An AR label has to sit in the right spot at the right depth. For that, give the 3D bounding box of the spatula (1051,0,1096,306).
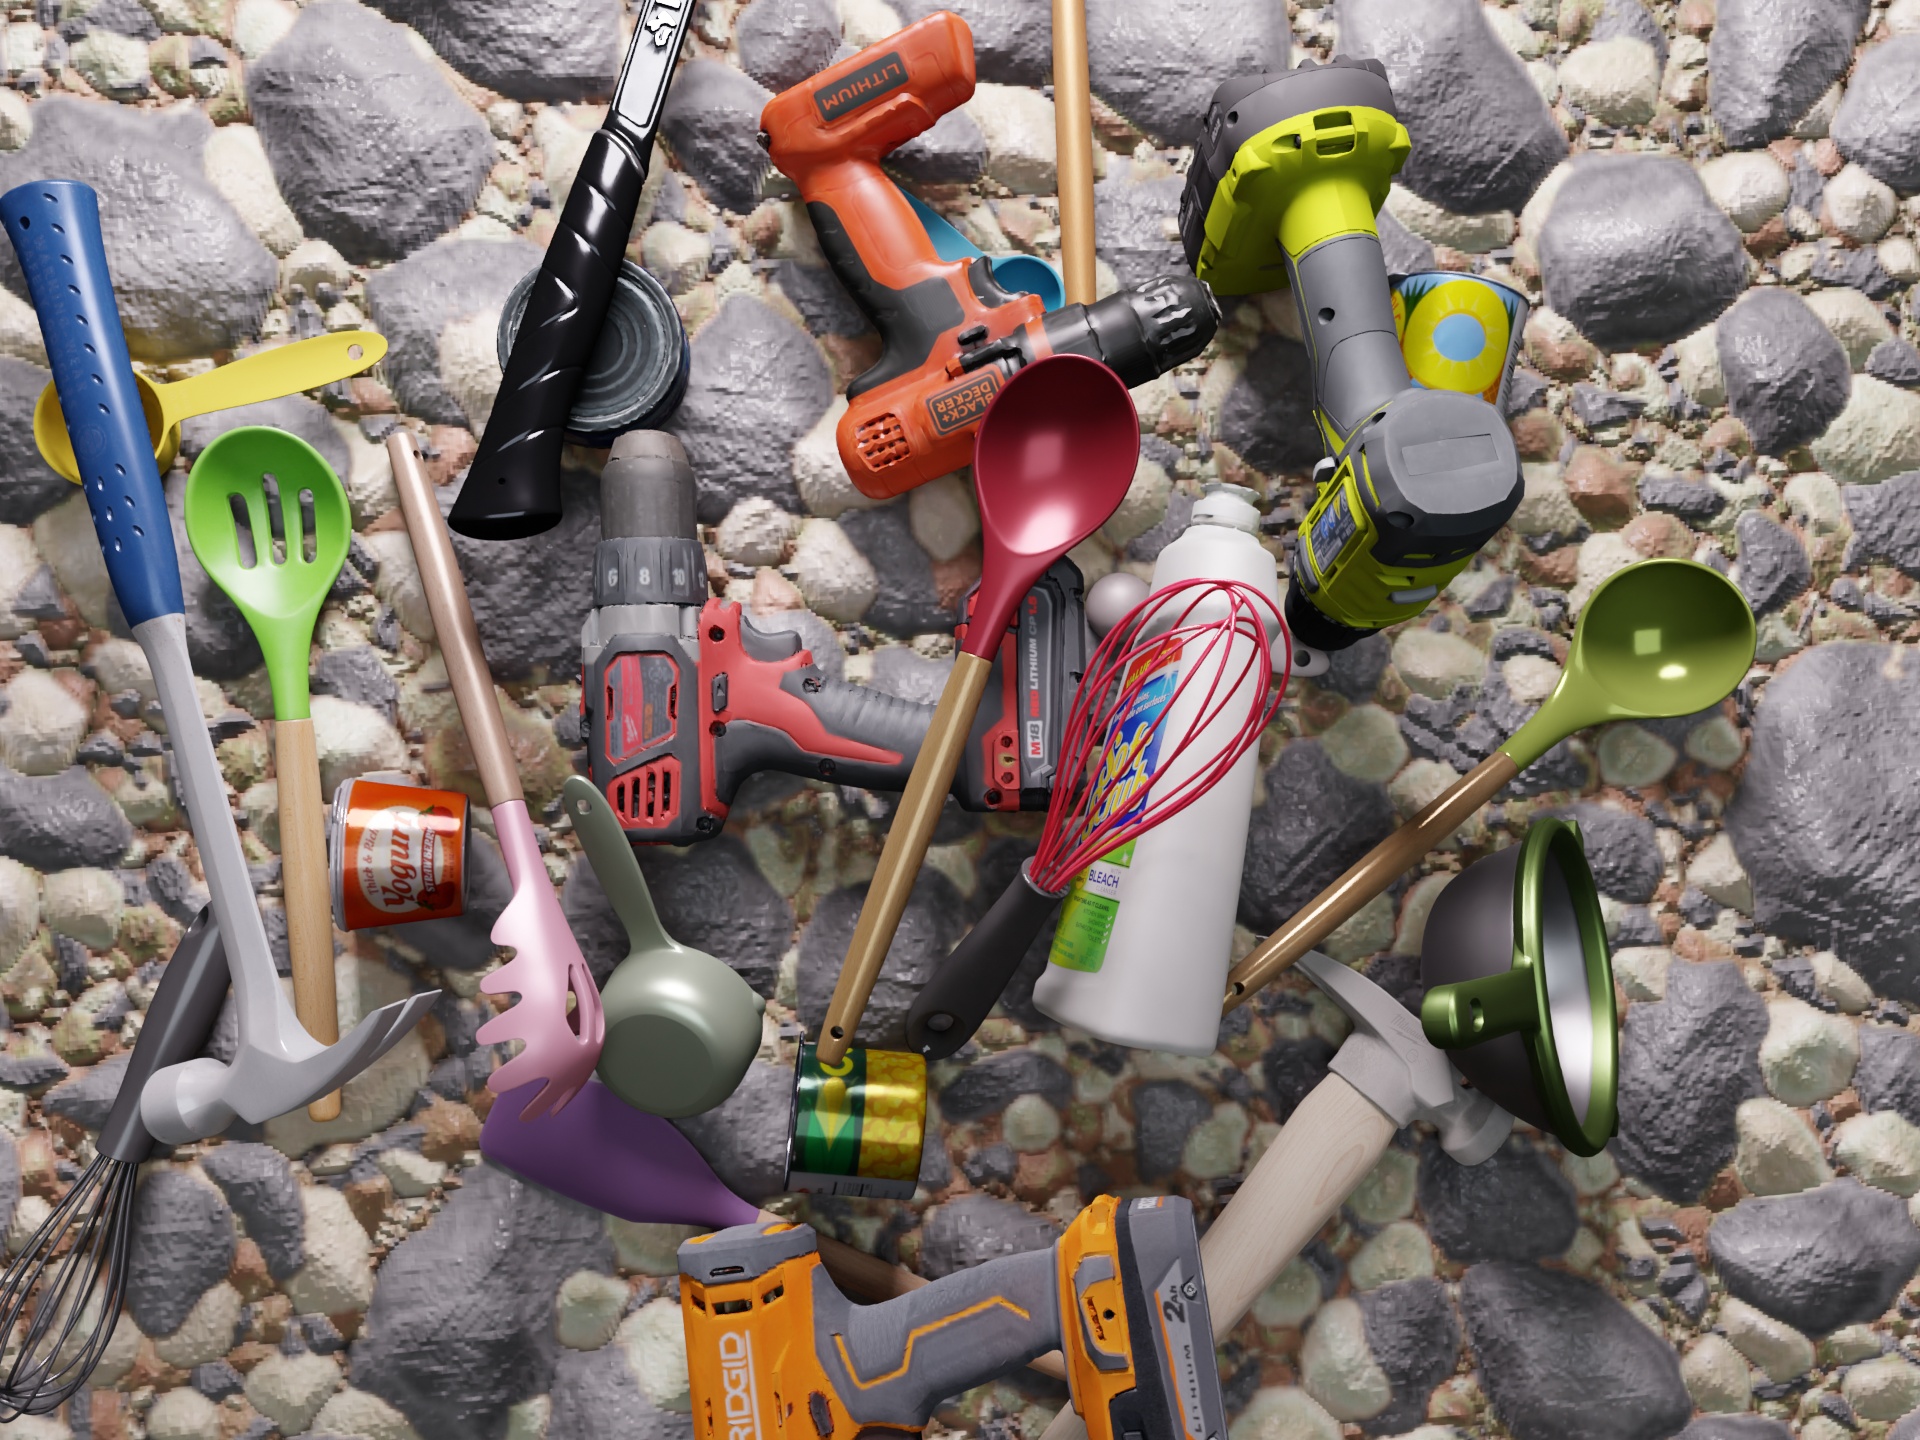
[{"bbox_3d":[0.053,-0.331,0.755,0.081,0.041,0.322,-3,90,-6],"label":"spatula"}]

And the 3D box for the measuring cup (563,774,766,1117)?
[{"bbox_3d":[-0.143,0.103,0.695,0.083,0.038,0.167,-12,114,15],"label":"measuring cup"}]

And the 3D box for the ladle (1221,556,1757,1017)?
[{"bbox_3d":[0.240,0.034,0.741,0.320,0.062,0.078,-37,84,-11],"label":"ladle"}]

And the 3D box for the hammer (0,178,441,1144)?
[{"bbox_3d":[-0.330,-0.033,0.669,0.144,0.035,0.405,-18,86,21],"label":"hammer"}]

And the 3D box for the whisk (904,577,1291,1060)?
[{"bbox_3d":[0.044,0.053,0.669,0.073,0.073,0.295,29,125,-4],"label":"whisk"}]

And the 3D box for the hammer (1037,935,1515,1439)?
[{"bbox_3d":[0.079,0.292,0.730,0.146,0.038,0.410,41,81,-2],"label":"hammer"}]

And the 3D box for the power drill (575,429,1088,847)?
[{"bbox_3d":[-0.060,-0.038,0.723,0.226,0.080,0.188,-1,89,-2],"label":"power drill"}]

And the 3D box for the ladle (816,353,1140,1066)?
[{"bbox_3d":[-0.001,-0.002,0.673,0.069,0.031,0.315,21,91,6],"label":"ladle"}]

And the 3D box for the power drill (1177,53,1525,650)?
[{"bbox_3d":[0.163,-0.150,0.705,0.080,0.190,0.229,-10,76,-5],"label":"power drill"}]

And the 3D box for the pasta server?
[{"bbox_3d":[-0.212,0.016,0.697,0.040,0.060,0.316,-24,75,14],"label":"pasta server"}]

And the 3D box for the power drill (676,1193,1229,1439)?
[{"bbox_3d":[-0.004,0.290,0.675,0.226,0.084,0.164,-9,79,7],"label":"power drill"}]

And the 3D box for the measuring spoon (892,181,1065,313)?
[{"bbox_3d":[-0.004,-0.225,0.762,0.128,0.021,0.042,37,100,5],"label":"measuring spoon"}]

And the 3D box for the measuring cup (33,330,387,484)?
[{"bbox_3d":[-0.335,-0.146,0.723,0.156,0.029,0.062,-18,90,-8],"label":"measuring cup"}]

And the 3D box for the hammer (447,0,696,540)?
[{"bbox_3d":[-0.152,-0.272,0.711,0.149,0.036,0.409,16,79,-3],"label":"hammer"}]

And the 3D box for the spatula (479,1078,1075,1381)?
[{"bbox_3d":[-0.072,0.243,0.741,0.316,0.018,0.059,26,101,-4],"label":"spatula"}]

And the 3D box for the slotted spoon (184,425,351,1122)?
[{"bbox_3d":[-0.303,0.026,0.721,0.070,0.031,0.314,-5,91,-12],"label":"slotted spoon"}]

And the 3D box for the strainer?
[{"bbox_3d":[0.223,0.119,0.687,0.069,0.256,0.151,-9,81,33],"label":"strainer"}]

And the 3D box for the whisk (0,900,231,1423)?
[{"bbox_3d":[-0.370,0.190,0.702,0.055,0.055,0.239,21,83,-5],"label":"whisk"}]

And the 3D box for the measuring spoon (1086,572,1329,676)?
[{"bbox_3d":[0.121,-0.043,0.766,0.124,0.018,0.034,15,87,-6],"label":"measuring spoon"}]
